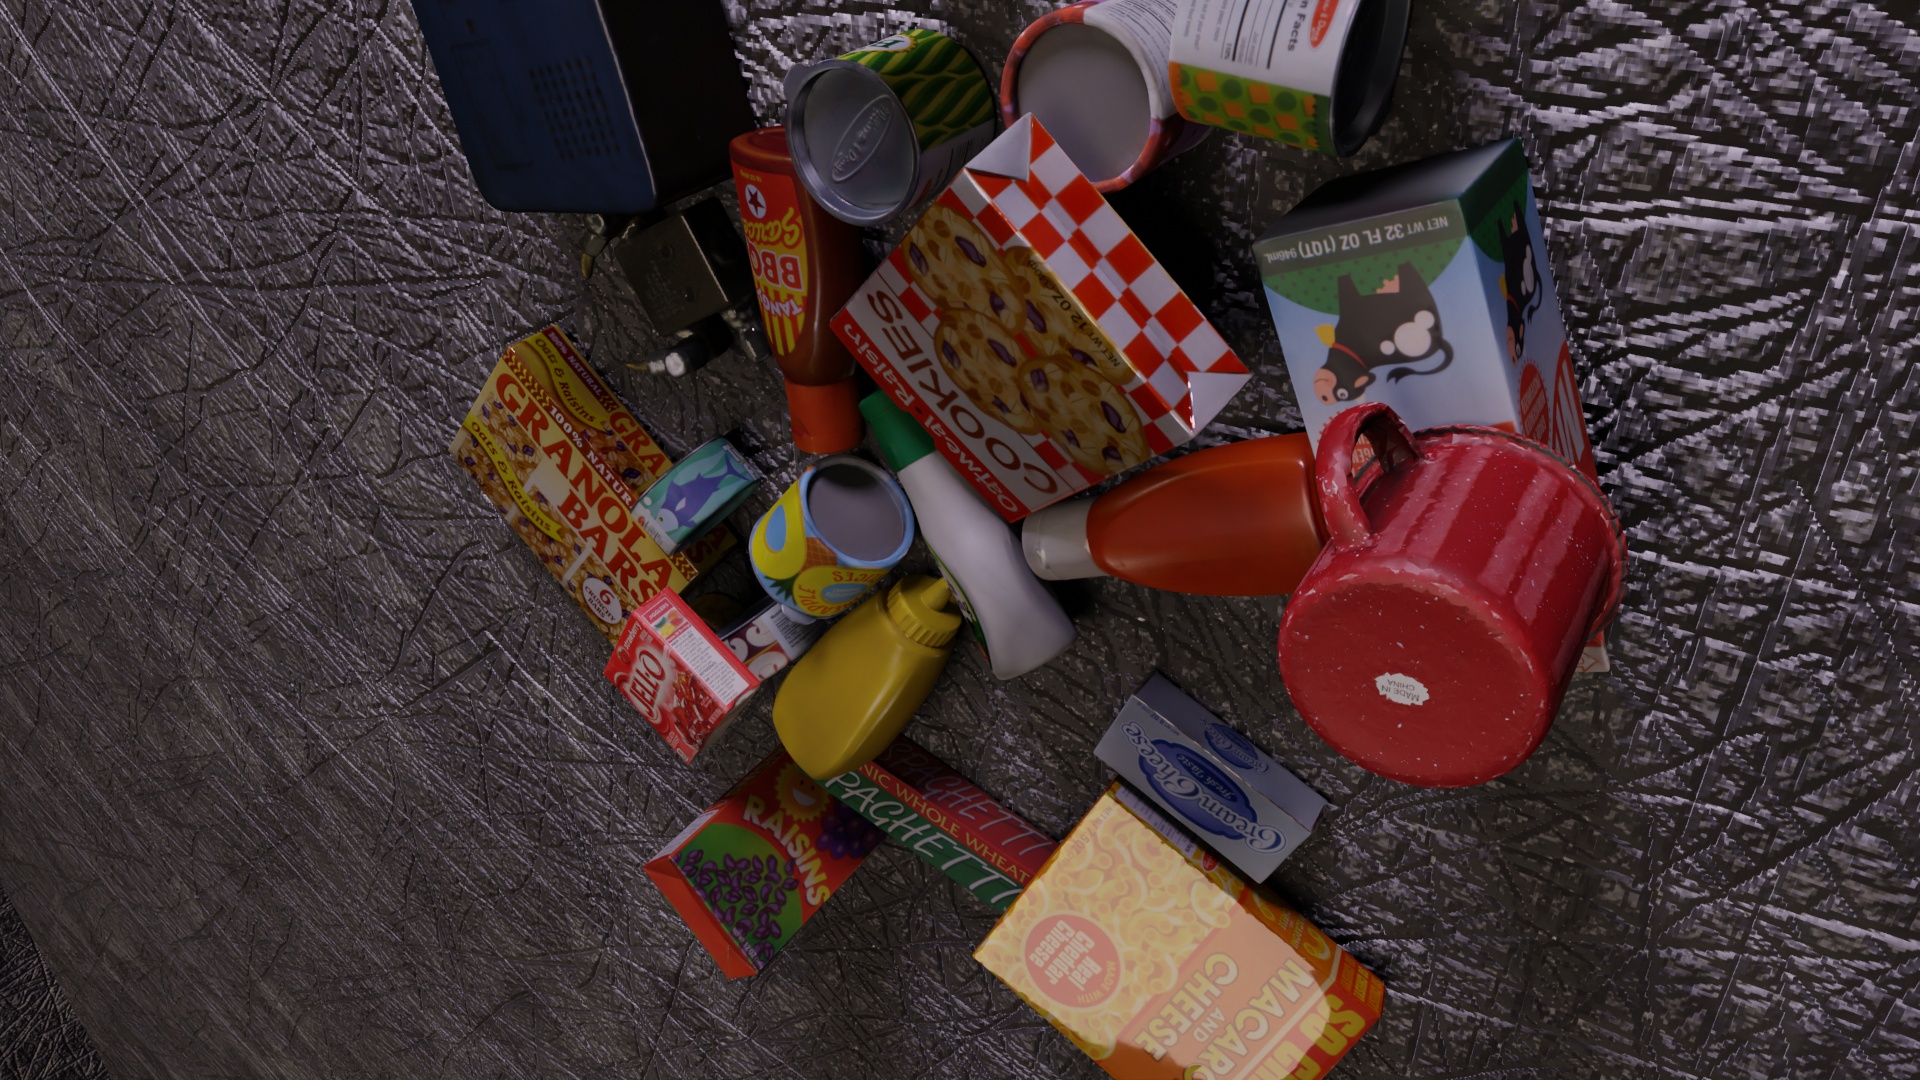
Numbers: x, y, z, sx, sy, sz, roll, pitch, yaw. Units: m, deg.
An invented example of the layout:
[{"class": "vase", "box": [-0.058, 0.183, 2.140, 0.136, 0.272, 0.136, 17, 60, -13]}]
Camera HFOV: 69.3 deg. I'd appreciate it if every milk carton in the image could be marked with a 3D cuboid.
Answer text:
[{"class": "milk carton", "box": [0.174, -0.034, 0.489, 0.072, 0.074, 0.190, -4, 115, 39]}]

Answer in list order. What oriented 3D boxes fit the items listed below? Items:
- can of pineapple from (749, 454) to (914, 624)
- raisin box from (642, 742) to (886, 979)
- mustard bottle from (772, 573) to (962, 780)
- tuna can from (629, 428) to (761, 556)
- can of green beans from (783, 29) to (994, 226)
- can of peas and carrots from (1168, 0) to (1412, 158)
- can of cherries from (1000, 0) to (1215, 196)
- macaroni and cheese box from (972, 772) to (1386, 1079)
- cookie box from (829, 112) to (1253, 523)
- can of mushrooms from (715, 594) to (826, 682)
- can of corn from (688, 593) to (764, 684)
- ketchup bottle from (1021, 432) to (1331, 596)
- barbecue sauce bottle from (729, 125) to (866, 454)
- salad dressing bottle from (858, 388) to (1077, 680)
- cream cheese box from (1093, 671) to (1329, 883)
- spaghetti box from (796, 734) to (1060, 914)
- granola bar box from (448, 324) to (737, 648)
[{"class": "can of pineapple", "box": [-0.064, 0.000, 0.700, 0.071, 0.071, 0.057, 49, 135, 0]}, {"class": "raisin box", "box": [-0.113, 0.183, 0.821, 0.086, 0.124, 0.040, 54, 137, -5]}, {"class": "mustard bottle", "box": [-0.040, 0.063, 0.730, 0.065, 0.049, 0.159, 54, 126, 18]}, {"class": "tuna can", "box": [-0.140, -0.026, 0.747, 0.033, 0.071, 0.070, 49, 136, -2]}, {"class": "can of green beans", "box": [-0.028, -0.169, 0.566, 0.071, 0.058, 0.071, 20, 129, 27]}, {"class": "can of peas and carrots", "box": [0.110, -0.165, 0.459, 0.059, 0.071, 0.070, 22, 130, 26]}, {"class": "can of cherries", "box": [0.055, -0.163, 0.505, 0.071, 0.059, 0.071, 19, 128, 27]}, {"class": "macaroni and cheese box", "box": [0.108, 0.217, 0.701, 0.166, 0.040, 0.123, 39, 110, 11]}, {"class": "cookie box", "box": [0.022, -0.077, 0.554, 0.123, 0.040, 0.167, 48, 157, -7]}, {"class": "can of mushrooms", "box": [-0.111, 0.055, 0.774, 0.071, 0.071, 0.033, -27, 101, 45]}, {"class": "can of corn", "box": [-0.152, 0.073, 0.825, 0.071, 0.058, 0.070, 20, 128, 27]}, {"class": "ketchup bottle", "box": [0.094, -0.006, 0.591, 0.148, 0.044, 0.064, -7, 113, 41]}, {"class": "barbecue sauce bottle", "box": [-0.069, -0.113, 0.645, 0.065, 0.044, 0.147, 29, 135, 43]}, {"class": "salad dressing bottle", "box": [0.002, -0.008, 0.654, 0.044, 0.064, 0.147, -28, 92, 4]}, {"class": "cream cheese box", "box": [0.119, 0.114, 0.667, 0.104, 0.024, 0.053, 37, 136, 12]}, {"class": "spaghetti box", "box": [0.013, 0.173, 0.785, 0.250, 0.029, 0.049, 32, 132, 17]}, {"class": "granola bar box", "box": [-0.220, -0.028, 0.824, 0.165, 0.039, 0.123, 50, 136, -1]}]
